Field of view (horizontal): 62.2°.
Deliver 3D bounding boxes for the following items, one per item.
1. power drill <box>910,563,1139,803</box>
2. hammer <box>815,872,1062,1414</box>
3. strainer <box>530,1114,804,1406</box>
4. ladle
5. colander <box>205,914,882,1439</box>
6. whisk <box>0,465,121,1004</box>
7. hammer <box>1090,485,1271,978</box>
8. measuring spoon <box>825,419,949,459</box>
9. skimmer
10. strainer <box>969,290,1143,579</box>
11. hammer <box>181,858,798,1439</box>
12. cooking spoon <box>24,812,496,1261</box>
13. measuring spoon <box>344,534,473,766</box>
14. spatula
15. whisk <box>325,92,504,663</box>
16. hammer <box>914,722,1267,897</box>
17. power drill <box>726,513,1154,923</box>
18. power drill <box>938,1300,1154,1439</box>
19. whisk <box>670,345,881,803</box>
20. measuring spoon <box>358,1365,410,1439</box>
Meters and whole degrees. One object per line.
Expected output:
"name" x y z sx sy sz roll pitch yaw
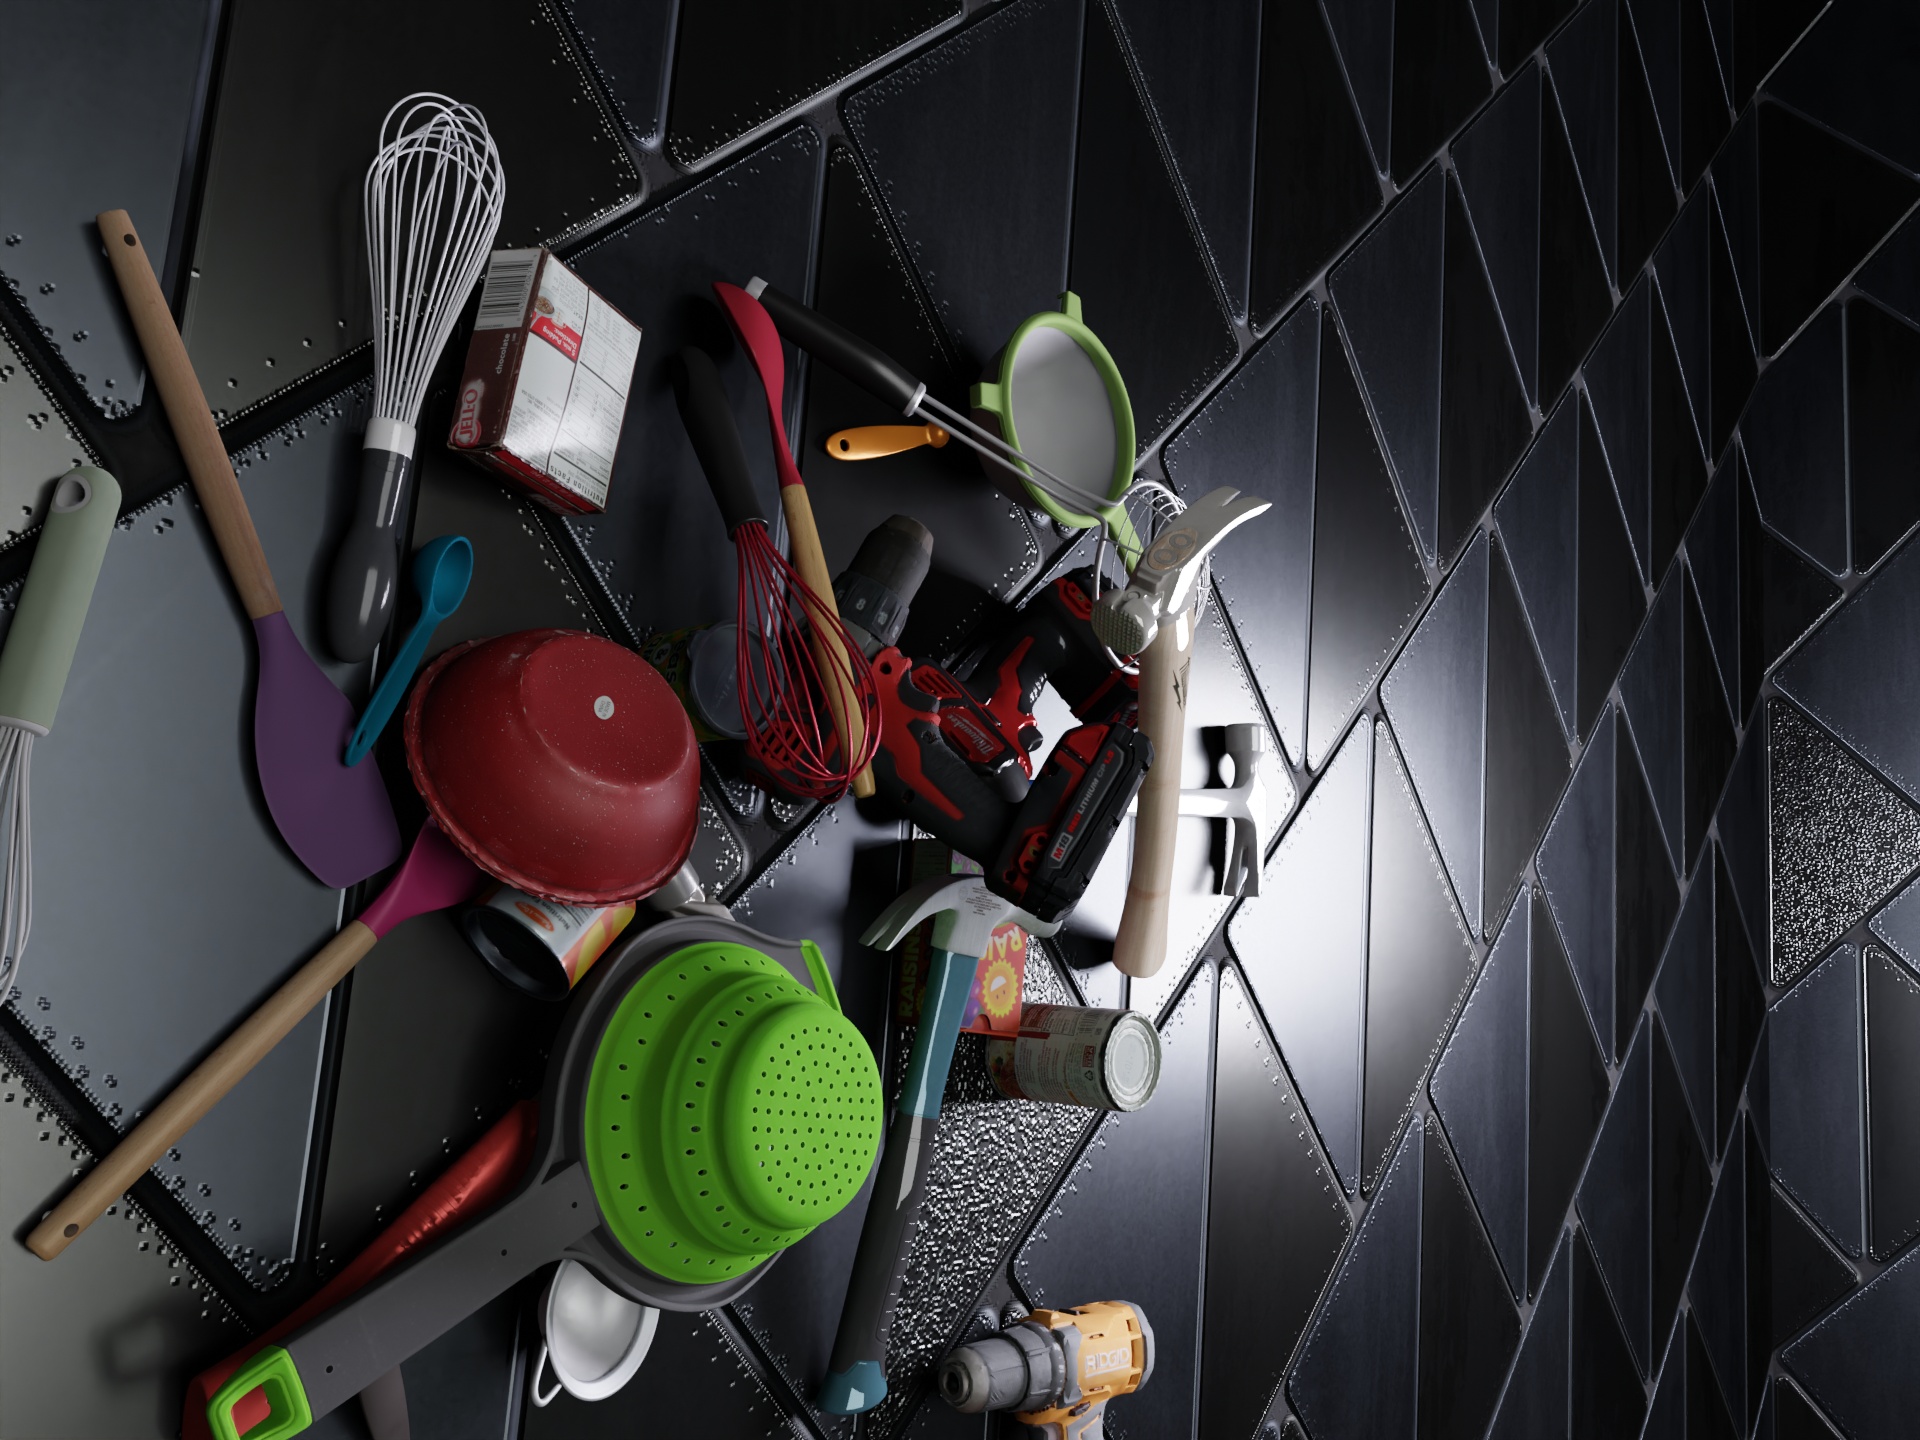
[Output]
"power drill" 0.048 -0.006 1.053 0.143 0.078 0.220 49 46 7
"hammer" -0.028 0.255 0.974 0.128 0.033 0.331 18 82 -33
"strainer" -0.154 0.275 0.867 0.258 0.050 0.086 -36 117 -50
"ladle" -0.092 -0.108 0.907 0.069 0.031 0.315 75 0 -79
"colander" -0.155 0.225 0.762 0.397 0.094 0.204 -26 104 -50
"whisk" -0.382 0.010 0.641 0.059 0.058 0.246 69 27 -71
"hammer" 0.138 0.034 1.065 0.146 0.038 0.410 -44 149 -31
"measuring spoon" -0.045 -0.186 1.048 0.117 0.011 0.021 -18 100 -47
"skimmer" 0.012 -0.159 1.017 0.363 0.090 0.127 31 65 -11
"strainer" 0.078 -0.164 1.140 0.151 0.069 0.256 -53 124 -39
"hammer" -0.223 0.227 0.797 0.359 0.037 0.149 -46 119 -40
"cooking spoon" -0.296 0.116 0.739 0.319 0.017 0.068 -52 139 -37
"measuring spoon" -0.274 -0.036 0.771 0.042 0.021 0.129 95 14 -65
"spatula" -0.327 -0.072 0.722 0.060 0.018 0.315 -32 111 -51
"whisk" -0.271 -0.167 0.769 0.070 0.070 0.285 16 80 -46
"hammer" 0.114 0.067 1.183 0.405 0.035 0.144 3 84 -48
"power drill" -0.001 -0.003 0.936 0.188 0.227 0.080 -61 174 -15
"power drill" 0.057 0.509 1.051 0.185 0.084 0.226 13 73 -46
"whisk" -0.109 -0.088 0.864 0.073 0.073 0.296 6 54 -47
"measuring spoon" -0.258 0.327 0.730 0.034 0.018 0.124 -32 132 -44
